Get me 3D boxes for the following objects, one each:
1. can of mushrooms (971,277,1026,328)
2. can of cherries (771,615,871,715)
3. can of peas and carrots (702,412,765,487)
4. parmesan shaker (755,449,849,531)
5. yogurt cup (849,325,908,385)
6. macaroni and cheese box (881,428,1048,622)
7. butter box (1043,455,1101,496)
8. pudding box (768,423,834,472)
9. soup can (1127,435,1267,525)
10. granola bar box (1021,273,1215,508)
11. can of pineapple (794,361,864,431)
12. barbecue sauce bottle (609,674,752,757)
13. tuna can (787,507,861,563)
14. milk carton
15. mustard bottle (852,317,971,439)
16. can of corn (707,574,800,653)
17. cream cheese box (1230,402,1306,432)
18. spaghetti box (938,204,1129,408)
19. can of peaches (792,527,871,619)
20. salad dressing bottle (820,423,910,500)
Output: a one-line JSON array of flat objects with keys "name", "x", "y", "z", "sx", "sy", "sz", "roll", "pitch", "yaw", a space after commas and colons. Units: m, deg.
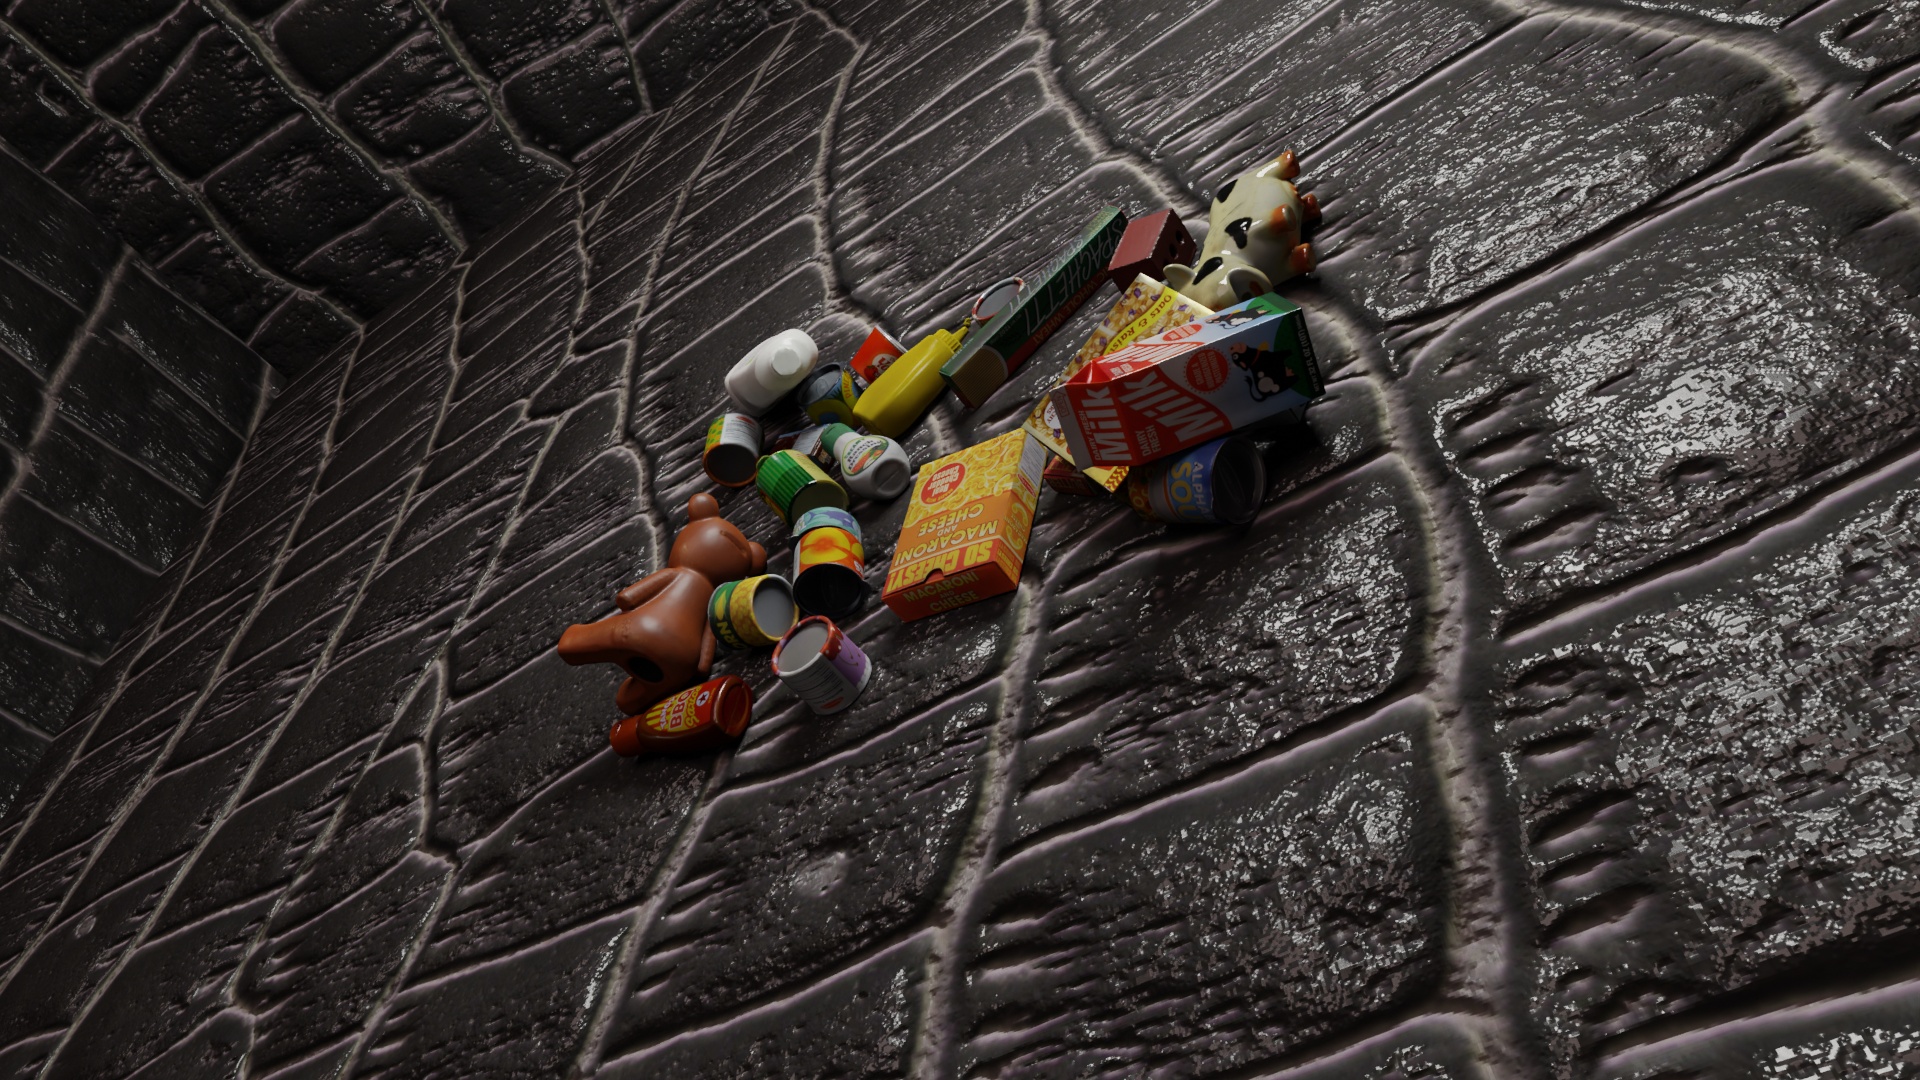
[{"name": "can of mushrooms", "x": 0.047, "y": -0.243, "z": 1.464, "sx": 0.071, "sy": 0.033, "sz": 0.071, "roll": -27, "pitch": 34, "yaw": 20}, {"name": "can of cherries", "x": -0.120, "y": 0.105, "z": 1.196, "sx": 0.071, "sy": 0.058, "sz": 0.072, "roll": -27, "pitch": 35, "yaw": 21}, {"name": "can of peas and carrots", "x": -0.259, "y": -0.101, "z": 1.587, "sx": 0.071, "sy": 0.070, "sz": 0.059, "roll": -29, "pitch": 35, "yaw": 20}, {"name": "parmesan shaker", "x": -0.164, "y": -0.048, "z": 1.414, "sx": 0.071, "sy": 0.071, "sz": 0.103, "roll": -44, "pitch": 32, "yaw": -4}, {"name": "yogurt cup", "x": -0.084, "y": -0.194, "z": 1.515, "sx": 0.054, "sy": 0.072, "sz": 0.072, "roll": -47, "pitch": 32, "yaw": 6}, {"name": "macaroni and cheese box", "x": 0.004, "y": -0.015, "z": 1.228, "sx": 0.123, "sy": 0.040, "sz": 0.167, "roll": -19, "pitch": 38, "yaw": 32}, {"name": "butter box", "x": 0.120, "y": -0.085, "z": 1.206, "sx": 0.053, "sy": 0.024, "sz": 0.104, "roll": 10, "pitch": 58, "yaw": 50}, {"name": "pudding box", "x": -0.171, "y": -0.096, "z": 1.519, "sx": 0.083, "sy": 0.030, "sz": 0.050, "roll": -10, "pitch": 45, "yaw": 40}, {"name": "soup can", "x": 0.177, "y": -0.044, "z": 1.055, "sx": 0.083, "sy": 0.071, "sz": 0.071, "roll": 1, "pitch": 51, "yaw": 48}, {"name": "granola bar box", "x": 0.146, "y": -0.124, "z": 1.144, "sx": 0.165, "sy": 0.039, "sz": 0.124, "roll": -52, "pitch": 48, "yaw": 2}, {"name": "can of pineapple", "x": -0.138, "y": -0.154, "z": 1.527, "sx": 0.071, "sy": 0.057, "sz": 0.071, "roll": -27, "pitch": 35, "yaw": 21}, {"name": "barbecue sauce bottle", "x": -0.260, "y": 0.169, "z": 1.281, "sx": 0.148, "sy": 0.043, "sz": 0.065, "roll": -19, "pitch": 39, "yaw": 32}, {"name": "tuna can", "x": -0.129, "y": 0.002, "z": 1.319, "sx": 0.071, "sy": 0.071, "sz": 0.033, "roll": -31, "pitch": 32, "yaw": 16}, {"name": "milk carton", "x": 0.166, "y": -0.116, "z": 1.044, "sx": 0.190, "sy": 0.072, "sz": 0.074, "roll": -21, "pitch": 20, "yaw": 2}, {"name": "mustard bottle", "x": -0.041, "y": -0.174, "z": 1.459, "sx": 0.160, "sy": 0.048, "sz": 0.065, "roll": -46, "pitch": 33, "yaw": -9}, {"name": "can of corn", "x": -0.195, "y": 0.070, "z": 1.311, "sx": 0.058, "sy": 0.071, "sz": 0.071, "roll": -12, "pitch": 42, "yaw": 37}, {"name": "cream cheese box", "x": 0.231, "y": -0.115, "z": 1.125, "sx": 0.103, "sy": 0.024, "sz": 0.053, "roll": -5, "pitch": 48, "yaw": 43}, {"name": "spaghetti box", "x": 0.083, "y": -0.237, "z": 1.405, "sx": 0.250, "sy": 0.050, "sz": 0.029, "roll": -45, "pitch": 34, "yaw": -7}, {"name": "can of peaches", "x": -0.119, "y": 0.030, "z": 1.281, "sx": 0.071, "sy": 0.071, "sz": 0.058, "roll": -31, "pitch": 33, "yaw": 16}, {"name": "salad dressing bottle", "x": -0.101, "y": -0.084, "z": 1.418, "sx": 0.064, "sy": 0.044, "sz": 0.148, "roll": -44, "pitch": 32, "yaw": -7}]
